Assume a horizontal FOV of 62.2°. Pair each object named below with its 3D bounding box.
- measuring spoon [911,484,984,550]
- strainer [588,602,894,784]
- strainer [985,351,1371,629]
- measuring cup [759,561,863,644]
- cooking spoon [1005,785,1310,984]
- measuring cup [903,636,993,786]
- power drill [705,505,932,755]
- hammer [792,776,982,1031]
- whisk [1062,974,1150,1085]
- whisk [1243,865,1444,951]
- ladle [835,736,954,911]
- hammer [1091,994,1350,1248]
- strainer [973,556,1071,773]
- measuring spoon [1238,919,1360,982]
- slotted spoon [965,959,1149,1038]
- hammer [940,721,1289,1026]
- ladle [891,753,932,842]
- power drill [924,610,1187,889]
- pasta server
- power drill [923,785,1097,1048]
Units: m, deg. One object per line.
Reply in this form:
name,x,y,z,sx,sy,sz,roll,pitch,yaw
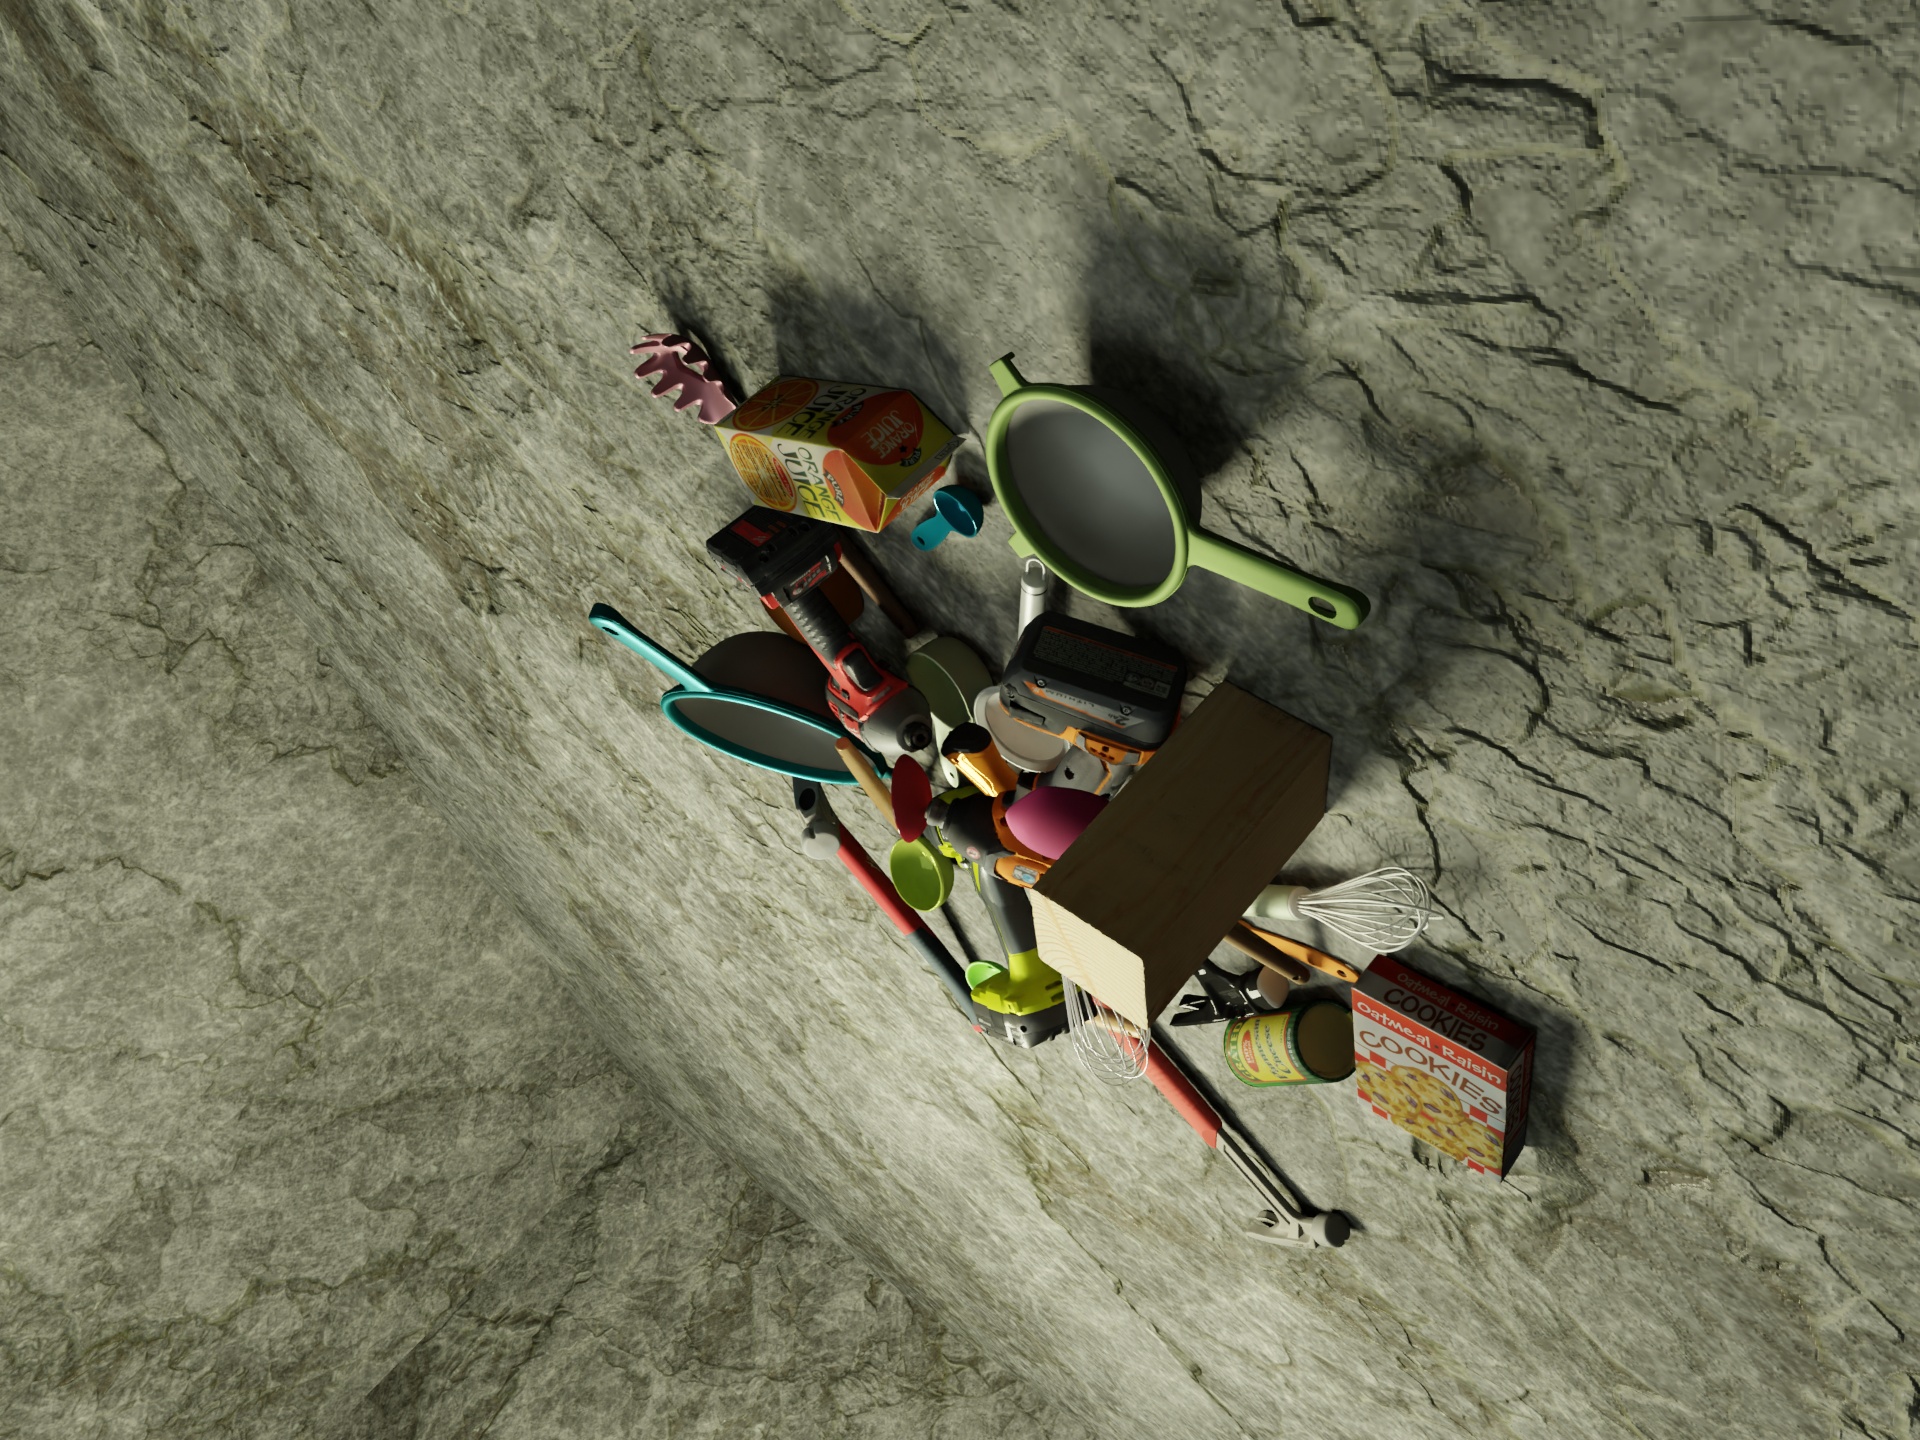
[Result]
measuring spoon,-0.010,-0.147,1.159,0.042,0.021,0.128,48,163,-7
strainer,-0.189,-0.048,1.388,0.211,0.095,0.340,3,157,36
strainer,0.131,-0.124,0.912,0.256,0.069,0.151,29,147,30
measuring cup,-0.162,-0.118,1.377,0.174,0.052,0.095,21,145,38
cooking spoon,0.153,0.125,1.141,0.318,0.017,0.068,33,123,-33
measuring cup,-0.002,-0.004,1.315,0.083,0.038,0.167,39,154,30
power drill,-0.098,-0.065,1.246,0.219,0.078,0.143,58,169,-29
hammer,-0.061,0.195,1.669,0.385,0.038,0.143,55,-168,-35
whisk,0.091,0.174,1.329,0.070,0.070,0.284,-11,103,60
whisk,0.250,0.131,1.138,0.059,0.058,0.246,16,170,-24
ladle,-0.069,0.096,1.466,0.078,0.062,0.319,42,171,28
hammer,0.222,0.376,1.546,0.359,0.037,0.149,49,154,-7
strainer,0.053,-0.037,1.177,0.087,0.050,0.258,27,150,17
measuring spoon,0.258,0.181,1.233,0.117,0.011,0.021,20,145,42
slotted spoon,0.090,0.268,1.509,0.070,0.031,0.314,53,160,-16
hammer,0.108,0.125,1.269,0.336,0.034,0.127,43,145,-13
ladle,-0.040,0.065,1.346,0.315,0.031,0.069,119,148,-87
power drill,0.063,0.035,1.136,0.164,0.084,0.226,18,134,7
pasta server,-0.141,-0.184,1.268,0.316,0.040,0.060,50,143,-11
power drill,0.033,0.168,1.421,0.171,0.080,0.223,-5,104,67
